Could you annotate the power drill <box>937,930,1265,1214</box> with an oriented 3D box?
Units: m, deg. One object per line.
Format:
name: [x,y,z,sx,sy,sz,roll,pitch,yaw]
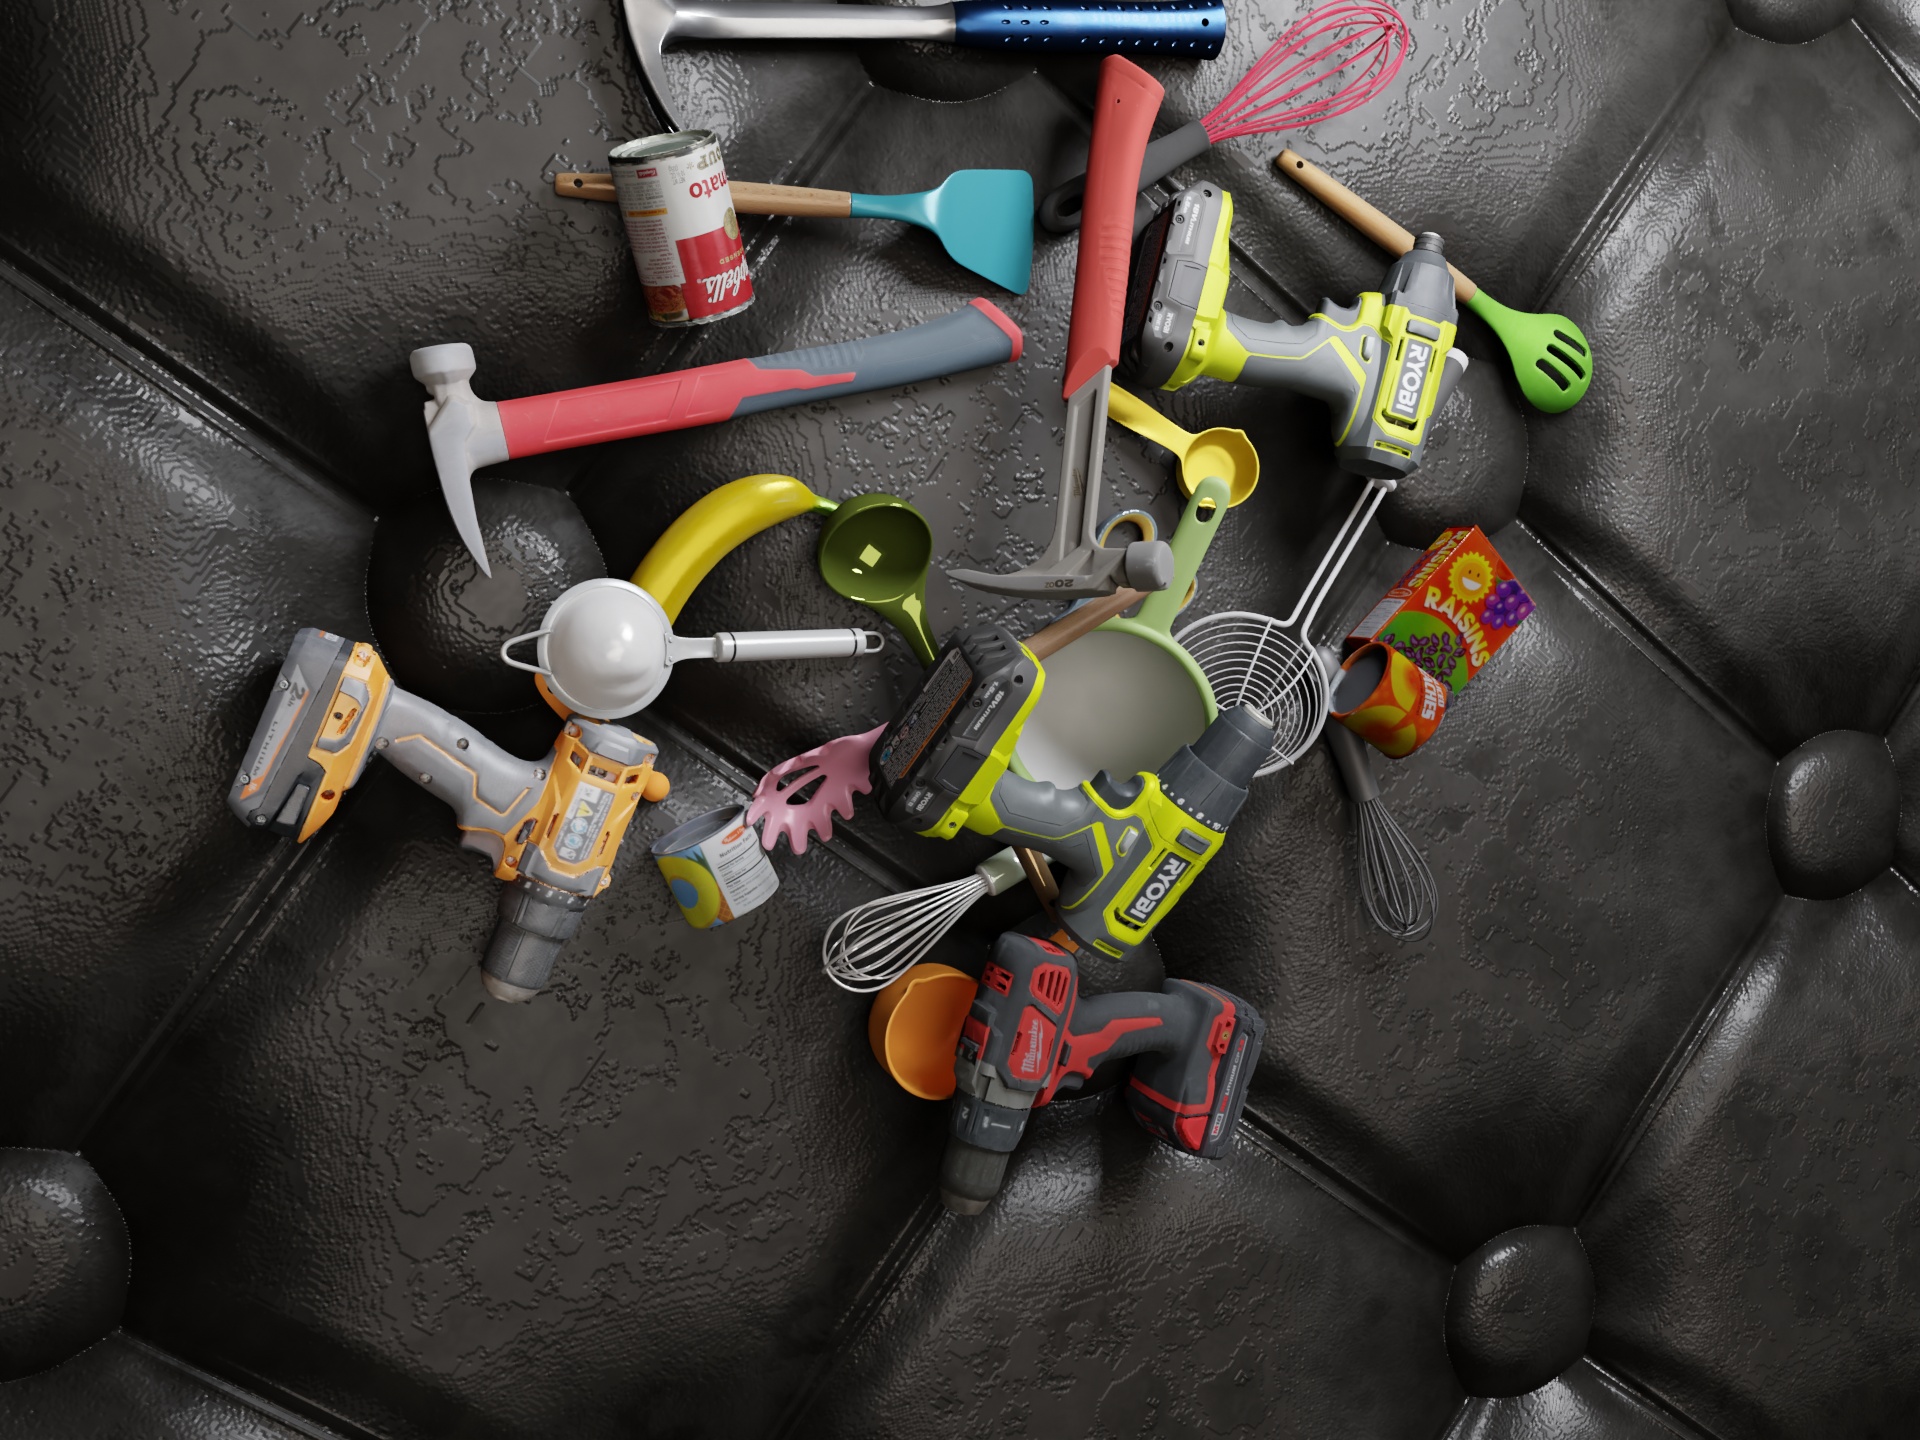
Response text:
power drill: [0.089,0.252,1.097,0.226,0.080,0.188,16,91,-34]

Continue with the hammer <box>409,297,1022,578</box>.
hammer: [-0.140,-0.198,1.024,0.386,0.038,0.143,-14,101,-16]

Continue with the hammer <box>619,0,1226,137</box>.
hammer: [-0.016,-0.448,1.037,0.405,0.035,0.144,-7,98,-17]

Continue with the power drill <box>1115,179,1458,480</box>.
power drill: [0.231,-0.279,1.098,0.223,0.080,0.171,15,88,-12]

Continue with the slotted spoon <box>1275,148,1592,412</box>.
slotted spoon: [0.357,-0.327,1.177,0.313,0.031,0.070,30,87,-17]

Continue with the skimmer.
skimmer: [0.267,-0.121,1.168,0.127,0.090,0.363,35,74,-4]

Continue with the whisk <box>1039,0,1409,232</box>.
whisk: [0.182,-0.413,1.097,0.296,0.073,0.073,-30,104,-6]

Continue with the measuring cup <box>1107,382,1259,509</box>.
measuring cup: [0.139,-0.203,1.126,0.156,0.029,0.062,30,86,-7]

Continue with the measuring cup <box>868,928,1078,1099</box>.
measuring cup: [0.013,0.189,1.112,0.173,0.052,0.095,-35,108,-19]

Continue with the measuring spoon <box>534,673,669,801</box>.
measuring spoon: [-0.232,0.010,1.031,0.021,0.011,0.116,-45,107,-9]

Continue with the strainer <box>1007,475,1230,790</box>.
strainer: [0.122,-0.051,1.082,0.151,0.069,0.256,24,110,2]

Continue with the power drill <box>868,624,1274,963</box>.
power drill: [0.076,0.036,1.012,0.228,0.080,0.190,29,104,-26]

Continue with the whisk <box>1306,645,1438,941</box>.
whisk: [0.305,0.056,1.194,0.055,0.055,0.239,-23,99,-14]

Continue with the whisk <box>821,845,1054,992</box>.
whisk: [0.011,0.115,1.105,0.246,0.059,0.058,-28,76,-17]

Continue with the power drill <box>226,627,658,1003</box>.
power drill: [-0.321,0.060,0.972,0.226,0.084,0.185,22,90,-20]

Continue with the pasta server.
pasta server: [0.001,-0.014,1.026,0.316,0.040,0.060,-31,116,4]

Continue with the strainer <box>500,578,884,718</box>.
strainer: [-0.157,-0.048,1.010,0.258,0.050,0.087,-4,96,-35]

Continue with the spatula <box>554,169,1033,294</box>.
spatula: [-0.099,-0.332,1.032,0.317,0.044,0.082,1,96,-13]

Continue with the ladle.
ladle: [-0.002,-0.003,1.063,0.078,0.062,0.320,-26,97,3]

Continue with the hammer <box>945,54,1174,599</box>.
hammer: [0.080,-0.256,1.037,0.036,0.149,0.359,20,75,-61]
